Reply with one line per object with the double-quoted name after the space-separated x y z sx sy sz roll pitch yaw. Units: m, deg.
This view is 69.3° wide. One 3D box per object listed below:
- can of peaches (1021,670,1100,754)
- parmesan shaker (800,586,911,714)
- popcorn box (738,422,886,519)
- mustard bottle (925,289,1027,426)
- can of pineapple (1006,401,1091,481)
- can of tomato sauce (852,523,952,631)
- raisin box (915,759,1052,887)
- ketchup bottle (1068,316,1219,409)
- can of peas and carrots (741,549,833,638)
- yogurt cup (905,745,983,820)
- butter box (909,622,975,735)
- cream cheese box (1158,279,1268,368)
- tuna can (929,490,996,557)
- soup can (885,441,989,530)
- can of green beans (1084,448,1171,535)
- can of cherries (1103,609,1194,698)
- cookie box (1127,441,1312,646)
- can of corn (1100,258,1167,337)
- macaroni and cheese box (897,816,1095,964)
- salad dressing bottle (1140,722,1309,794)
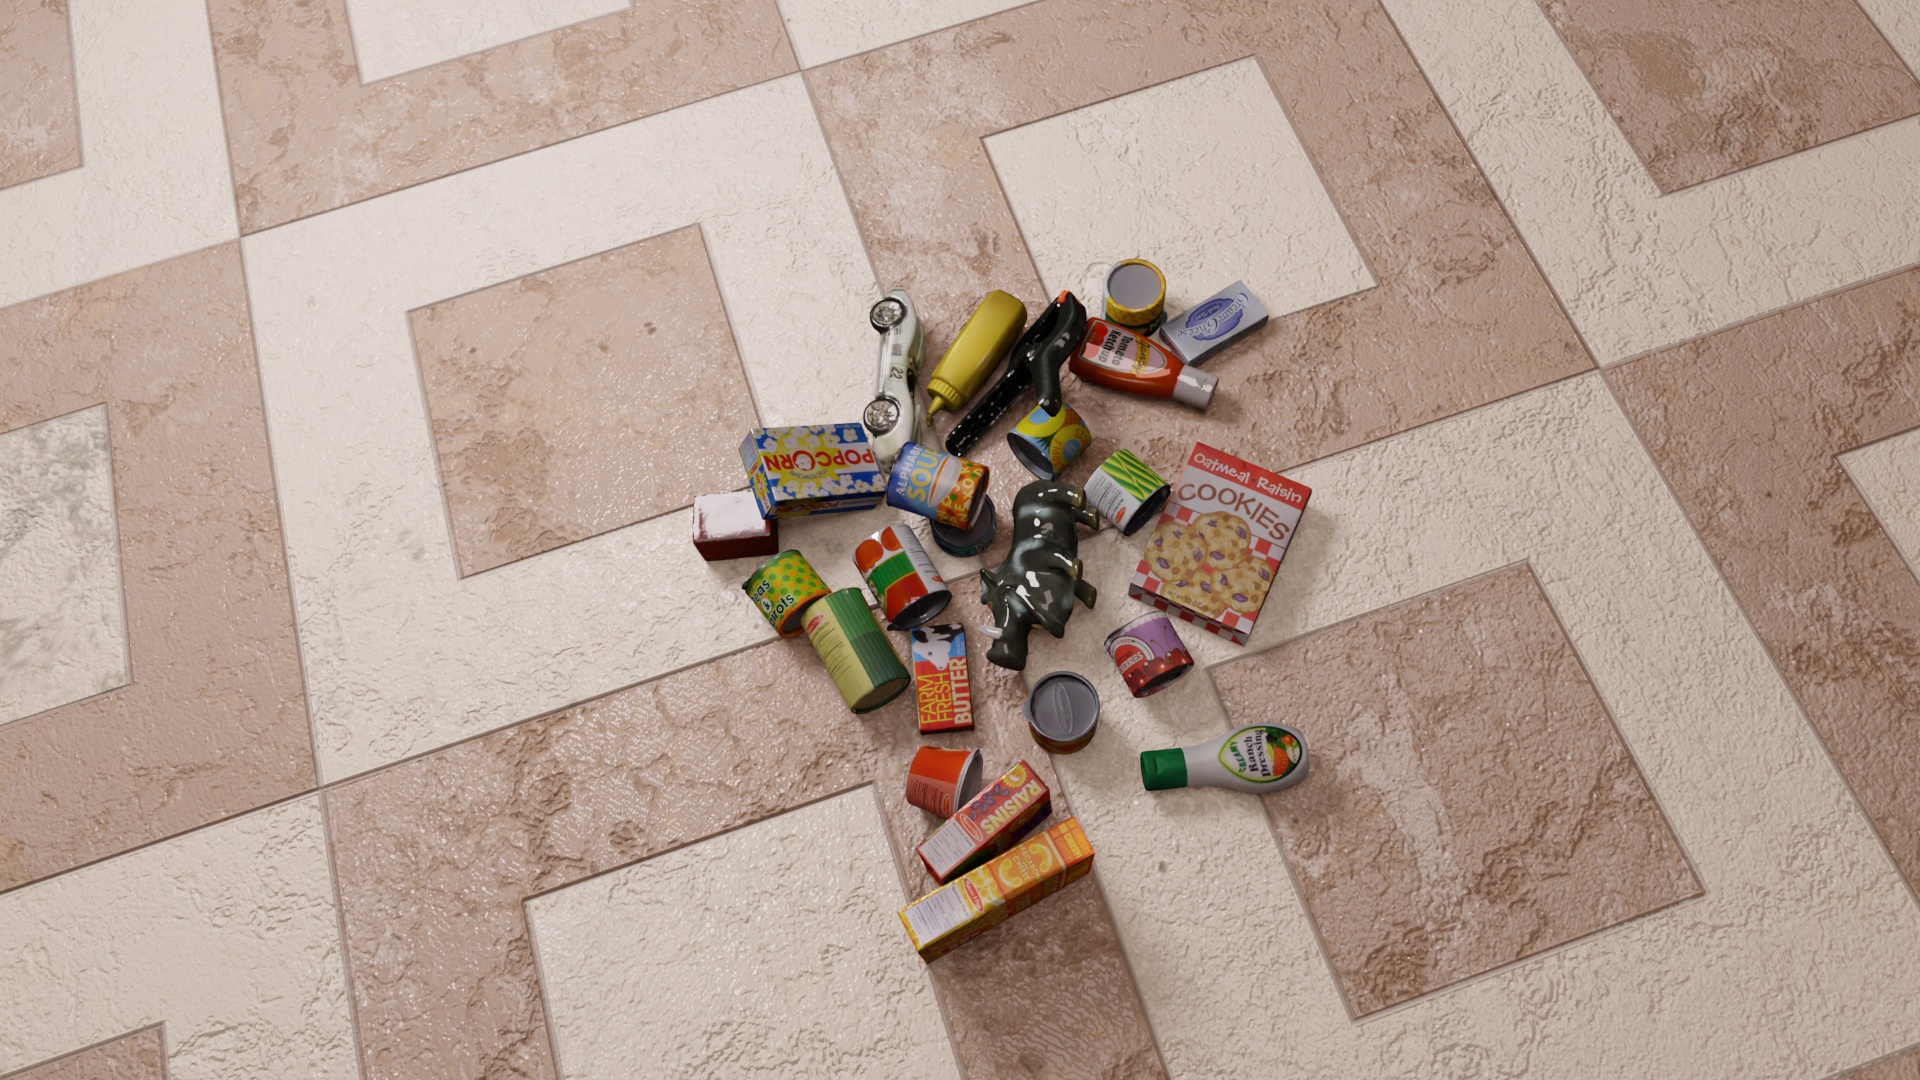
0.092 0.160 1.283 0.071 0.058 0.071 -1 68 3 "can of peaches"
-0.100 0.106 1.314 0.071 0.071 0.103 -29 70 -9 "parmesan shaker"
-0.145 -0.070 1.373 0.127 0.038 0.085 -7 64 -33 "popcorn box"
0.008 -0.183 1.430 0.049 0.065 0.160 33 77 12 "mustard bottle"
0.090 -0.101 1.388 0.071 0.070 0.058 42 75 18 "can of pineapple"
-0.059 0.036 1.339 0.071 0.071 0.083 -29 68 -9 "can of tomato sauce"
0.023 0.256 1.231 0.123 0.085 0.040 -38 66 -12 "raisin box"
0.190 -0.177 1.428 0.149 0.043 0.065 23 70 11 "ketchup bottle"
-0.166 0.052 1.336 0.071 0.070 0.059 -37 71 -12 "can of peas and carrots"
-0.015 0.219 1.262 0.054 0.072 0.072 12 68 17 "yogurt cup"
-0.018 0.132 1.319 0.053 0.024 0.104 -7 67 1 "butter box"
0.266 -0.225 1.454 0.104 0.024 0.053 -31 70 -9 "cream cheese box"
0.005 -0.017 1.376 0.071 0.032 0.071 -1 67 3 "tuna can"
-0.021 -0.053 1.335 0.084 0.071 0.071 17 69 11 "soup can"
0.162 -0.048 1.362 0.071 0.071 0.058 -42 71 -13 "can of green beans"
0.174 0.107 1.295 0.071 0.071 0.058 -25 69 -7 "can of cherries"
0.253 0.001 1.350 0.123 0.040 0.168 24 70 12 "cookie box"
0.183 -0.251 1.451 0.071 0.058 0.071 -1 68 3 "can of corn"
0.032 0.301 1.191 0.167 0.123 0.040 -27 70 -9 "macaroni and cheese box"
0.239 0.202 1.264 0.148 0.043 0.064 -7 66 0 "salad dressing bottle"
